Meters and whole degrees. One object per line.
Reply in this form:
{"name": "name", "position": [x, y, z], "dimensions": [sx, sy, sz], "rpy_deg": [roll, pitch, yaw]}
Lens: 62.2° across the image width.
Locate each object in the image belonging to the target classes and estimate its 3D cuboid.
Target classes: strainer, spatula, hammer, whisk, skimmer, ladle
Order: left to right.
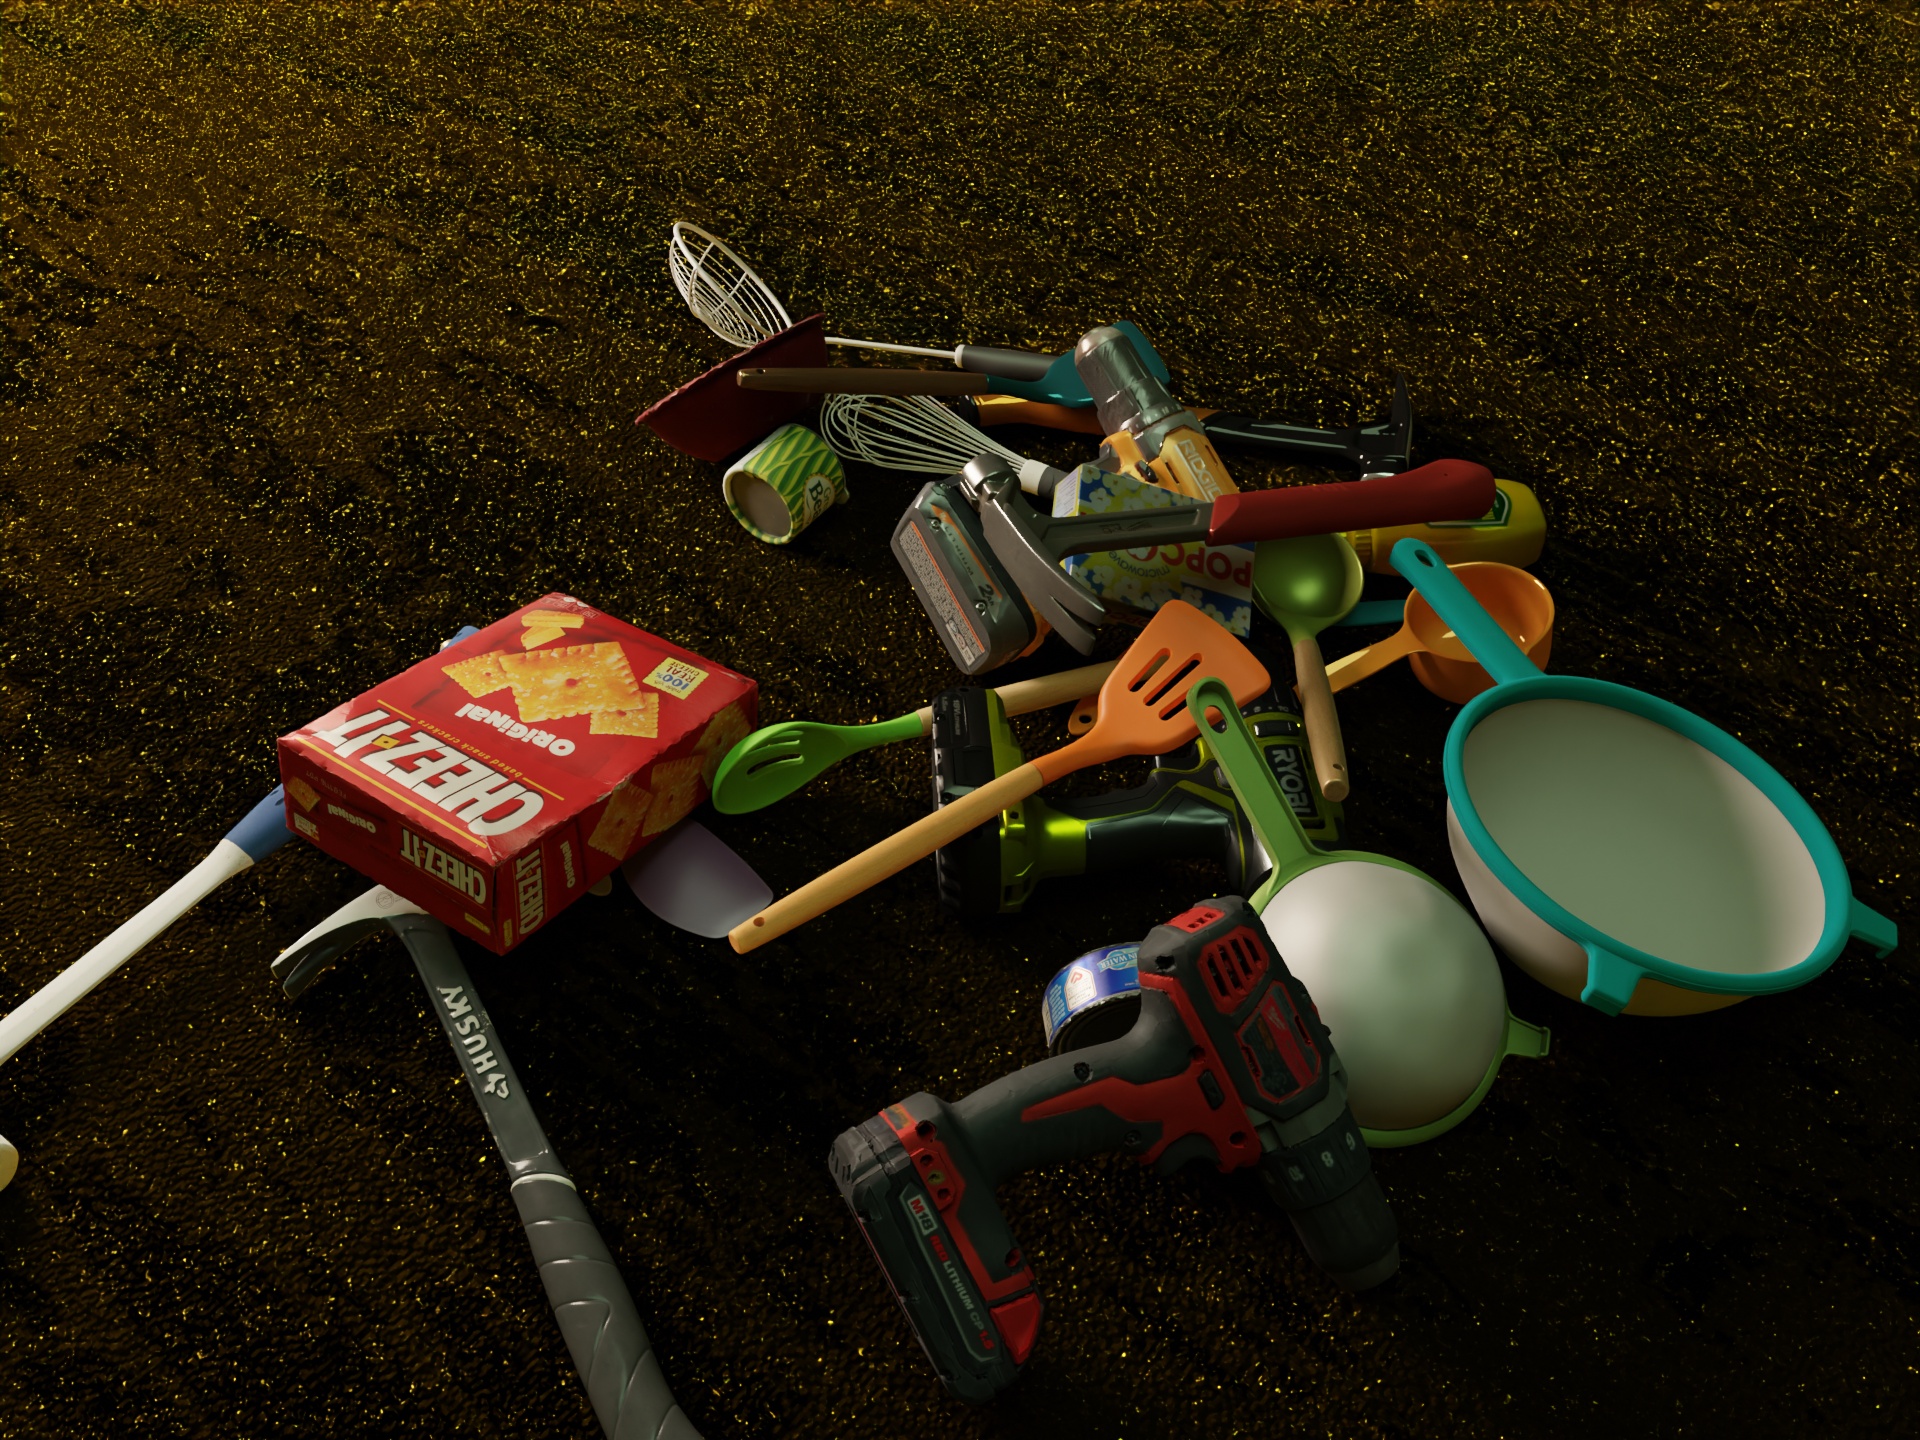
{"name": "hammer", "position": [-0.424, 0.078, 0.905], "dimensions": [0.144, 0.035, 0.405], "rpy_deg": [27, 55, 26]}
{"name": "hammer", "position": [-0.216, 0.215, 0.775], "dimensions": [0.149, 0.036, 0.409], "rpy_deg": [-25, 50, -19]}
{"name": "spatula", "position": [-0.230, 0.033, 0.965], "dimensions": [0.060, 0.018, 0.316], "rpy_deg": [-35, 55, -27]}
{"name": "skimmer", "position": [-0.055, -0.326, 1.258], "dimensions": [0.363, 0.090, 0.127], "rpy_deg": [10, 16, 10]}
{"name": "spatula", "position": [-0.005, -0.252, 1.140], "dimensions": [0.317, 0.044, 0.082], "rpy_deg": [-5, 49, -24]}
{"name": "whisk", "position": [0.024, -0.184, 1.144], "dimensions": [0.285, 0.070, 0.070], "rpy_deg": [23, 51, 17]}
{"name": "spatula", "position": [0.020, 0.033, 0.825], "dimensions": [0.322, 0.041, 0.081], "rpy_deg": [-28, 56, -26]}
{"name": "hammer", "position": [0.164, -0.228, 1.190], "dimensions": [0.337, 0.034, 0.127], "rpy_deg": [9, 47, 11]}
{"name": "hammer", "position": [0.184, -0.116, 0.943], "dimensions": [0.359, 0.036, 0.149], "rpy_deg": [-9, 46, -28]}
{"name": "ladle", "position": [0.205, -0.041, 0.915], "dimensions": [0.078, 0.062, 0.320], "rpy_deg": [16, 25, 0]}
{"name": "strainer", "position": [0.187, 0.082, 0.789], "dimensions": [0.151, 0.069, 0.256], "rpy_deg": [-22, 76, -19]}
{"name": "strainer", "position": [0.317, 0.036, 0.873], "dimensions": [0.211, 0.095, 0.341], "rpy_deg": [-6, 45, -22]}

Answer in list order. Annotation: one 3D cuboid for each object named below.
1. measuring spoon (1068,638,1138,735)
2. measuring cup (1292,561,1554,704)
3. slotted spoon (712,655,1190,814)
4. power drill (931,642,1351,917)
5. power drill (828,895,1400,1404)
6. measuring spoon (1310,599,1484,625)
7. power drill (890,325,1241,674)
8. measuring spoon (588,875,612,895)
{"name": "measuring spoon", "position": [0.103, -0.027, 1.016], "dimensions": [0.021, 0.011, 0.117], "rpy_deg": [27, 56, 23]}
{"name": "measuring cup", "position": [0.284, -0.034, 0.987], "dimensions": [0.173, 0.052, 0.095], "rpy_deg": [-25, 46, -3]}
{"name": "slotted spoon", "position": [-0.002, -0.003, 0.963], "dimensions": [0.313, 0.070, 0.031], "rpy_deg": [-14, 56, -17]}
{"name": "power drill", "position": [0.099, 0.032, 0.910], "dimensions": [0.228, 0.080, 0.191], "rpy_deg": [-2, 47, -3]}
{"name": "power drill", "position": [0.076, 0.207, 0.705], "dimensions": [0.226, 0.080, 0.188], "rpy_deg": [-28, 92, -13]}
{"name": "measuring spoon", "position": [0.295, -0.079, 1.045], "dimensions": [0.128, 0.021, 0.042], "rpy_deg": [-5, 46, -2]}
{"name": "power drill", "position": [0.068, -0.149, 1.041], "dimensions": [0.226, 0.084, 0.185], "rpy_deg": [-27, 84, -22]}
{"name": "measuring spoon", "position": [-0.245, 0.067, 0.939], "dimensions": [0.034, 0.018, 0.124], "rpy_deg": [-32, 59, -32]}
